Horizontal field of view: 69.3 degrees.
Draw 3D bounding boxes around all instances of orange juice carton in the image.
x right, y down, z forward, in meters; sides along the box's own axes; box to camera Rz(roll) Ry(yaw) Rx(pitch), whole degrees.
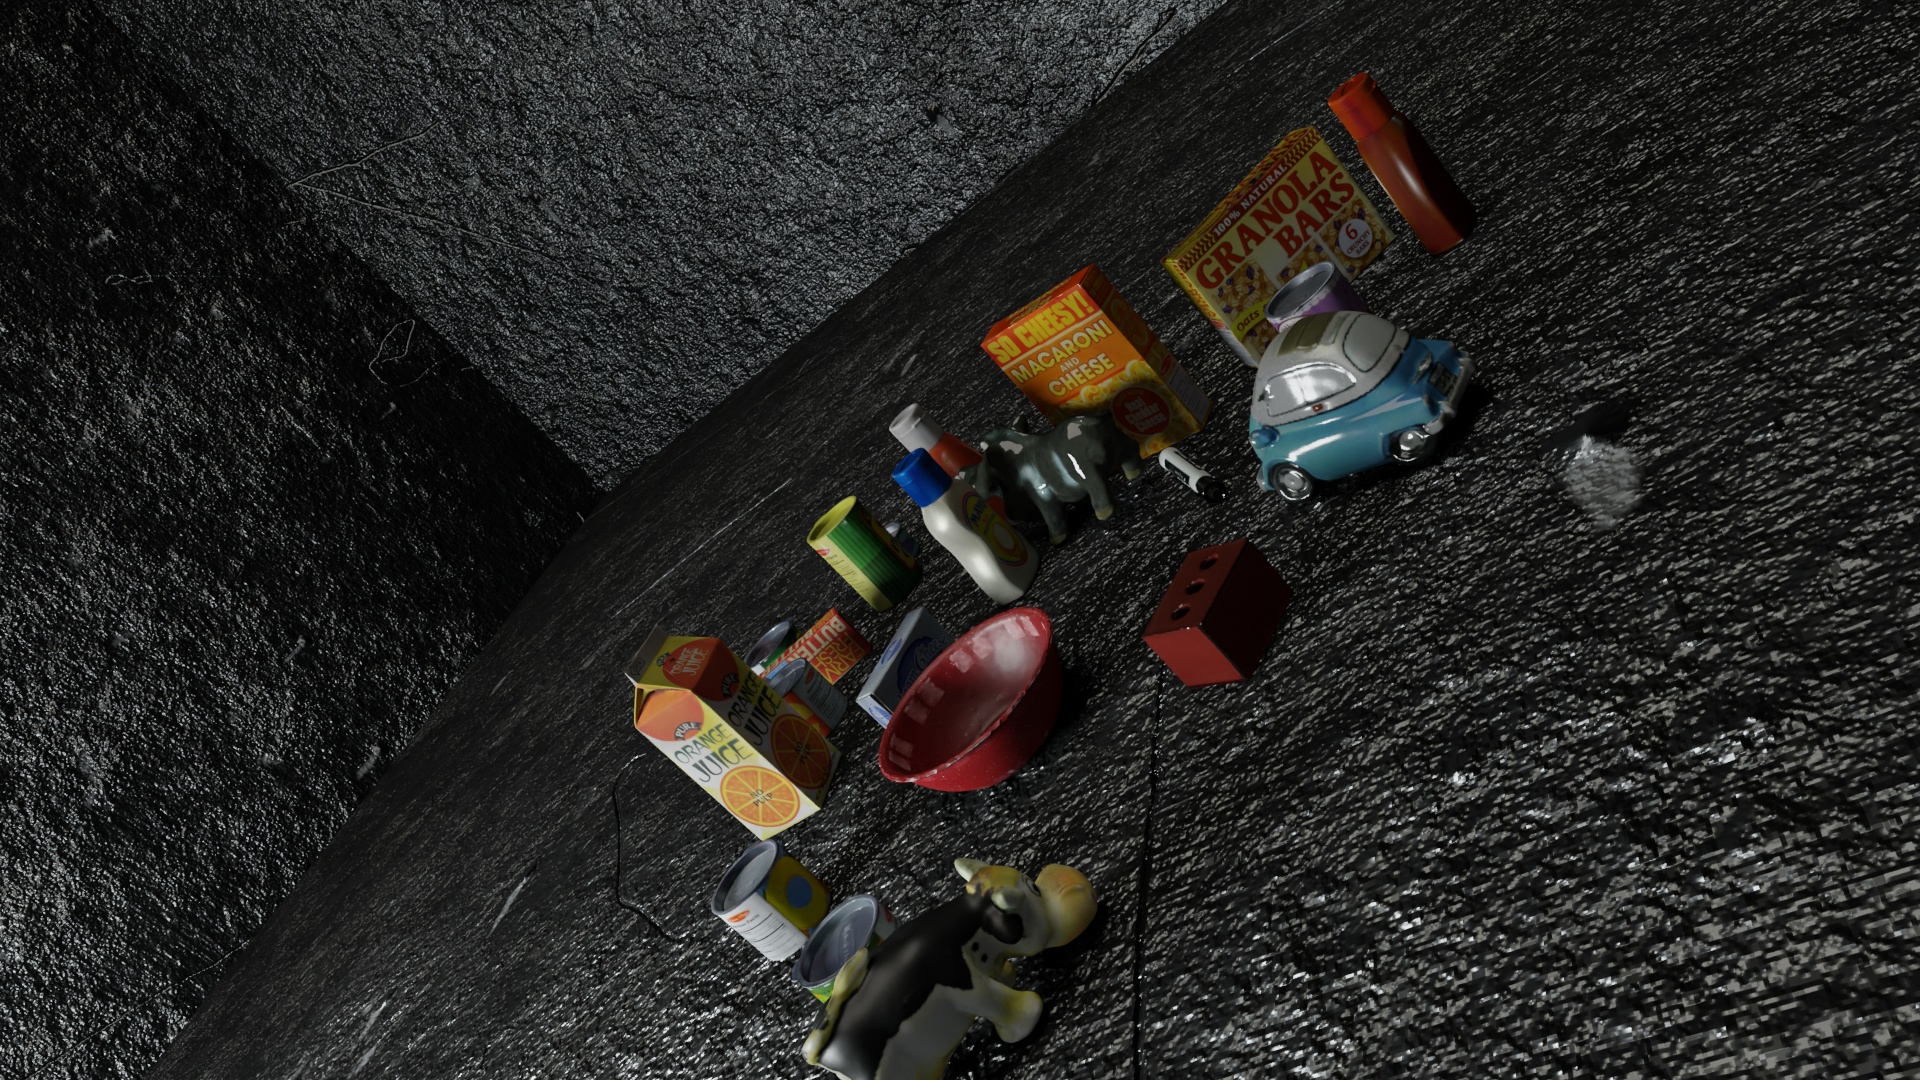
[{"bbox_3d":[-0.196,0.153,1.152,0.073,0.192,0.072,-34,20,28],"label":"orange juice carton"}]

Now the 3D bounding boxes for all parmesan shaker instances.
[{"bbox_3d":[-0.096,0.014,1.399,0.071,0.103,0.071,-38,18,15],"label":"parmesan shaker"}]

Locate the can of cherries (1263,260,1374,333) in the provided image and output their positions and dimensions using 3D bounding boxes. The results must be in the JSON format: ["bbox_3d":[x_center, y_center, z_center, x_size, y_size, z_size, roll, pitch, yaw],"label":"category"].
[{"bbox_3d":[0.282,-0.175,1.095,0.071,0.058,0.072,-38,18,15],"label":"can of cherries"}]

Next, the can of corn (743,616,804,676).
[{"bbox_3d":[-0.172,0.121,1.391,0.071,0.058,0.071,-38,18,15],"label":"can of corn"}]

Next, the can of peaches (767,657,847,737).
[{"bbox_3d":[-0.147,0.151,1.271,0.071,0.058,0.071,-38,18,15],"label":"can of peaches"}]

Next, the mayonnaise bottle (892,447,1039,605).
[{"bbox_3d":[0.004,-0.015,1.177,0.041,0.148,0.065,-30,22,36],"label":"mayonnaise bottle"}]

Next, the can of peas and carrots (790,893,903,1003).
[{"bbox_3d":[-0.057,0.259,0.835,0.071,0.058,0.071,-38,18,15],"label":"can of peas and carrots"}]

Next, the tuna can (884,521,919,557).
[{"bbox_3d":[-0.077,0.014,1.472,0.071,0.033,0.071,-38,19,15],"label":"tuna can"}]

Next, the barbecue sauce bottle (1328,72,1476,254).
[{"bbox_3d":[0.346,-0.297,1.089,0.043,0.148,0.065,-27,24,41],"label":"barbecue sauce bottle"}]

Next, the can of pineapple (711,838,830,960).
[{"bbox_3d":[-0.136,0.258,1.005,0.071,0.058,0.071,-38,18,15],"label":"can of pineapple"}]

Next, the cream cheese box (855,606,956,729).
[{"bbox_3d":[-0.041,0.109,1.147,0.024,0.053,0.104,-25,25,44],"label":"cream cheese box"}]

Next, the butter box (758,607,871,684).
[{"bbox_3d":[-0.140,0.118,1.339,0.103,0.053,0.024,-42,18,3],"label":"butter box"}]

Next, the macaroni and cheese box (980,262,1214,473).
[{"bbox_3d":[0.117,-0.143,1.197,0.123,0.166,0.040,-26,25,43],"label":"macaroni and cheese box"}]

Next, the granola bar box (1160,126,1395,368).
[{"bbox_3d":[0.269,-0.246,1.177,0.165,0.124,0.039,-45,18,-5],"label":"granola bar box"}]

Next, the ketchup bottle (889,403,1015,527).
[{"bbox_3d":[-0.004,-0.064,1.305,0.065,0.148,0.043,-49,18,-15],"label":"ketchup bottle"}]
